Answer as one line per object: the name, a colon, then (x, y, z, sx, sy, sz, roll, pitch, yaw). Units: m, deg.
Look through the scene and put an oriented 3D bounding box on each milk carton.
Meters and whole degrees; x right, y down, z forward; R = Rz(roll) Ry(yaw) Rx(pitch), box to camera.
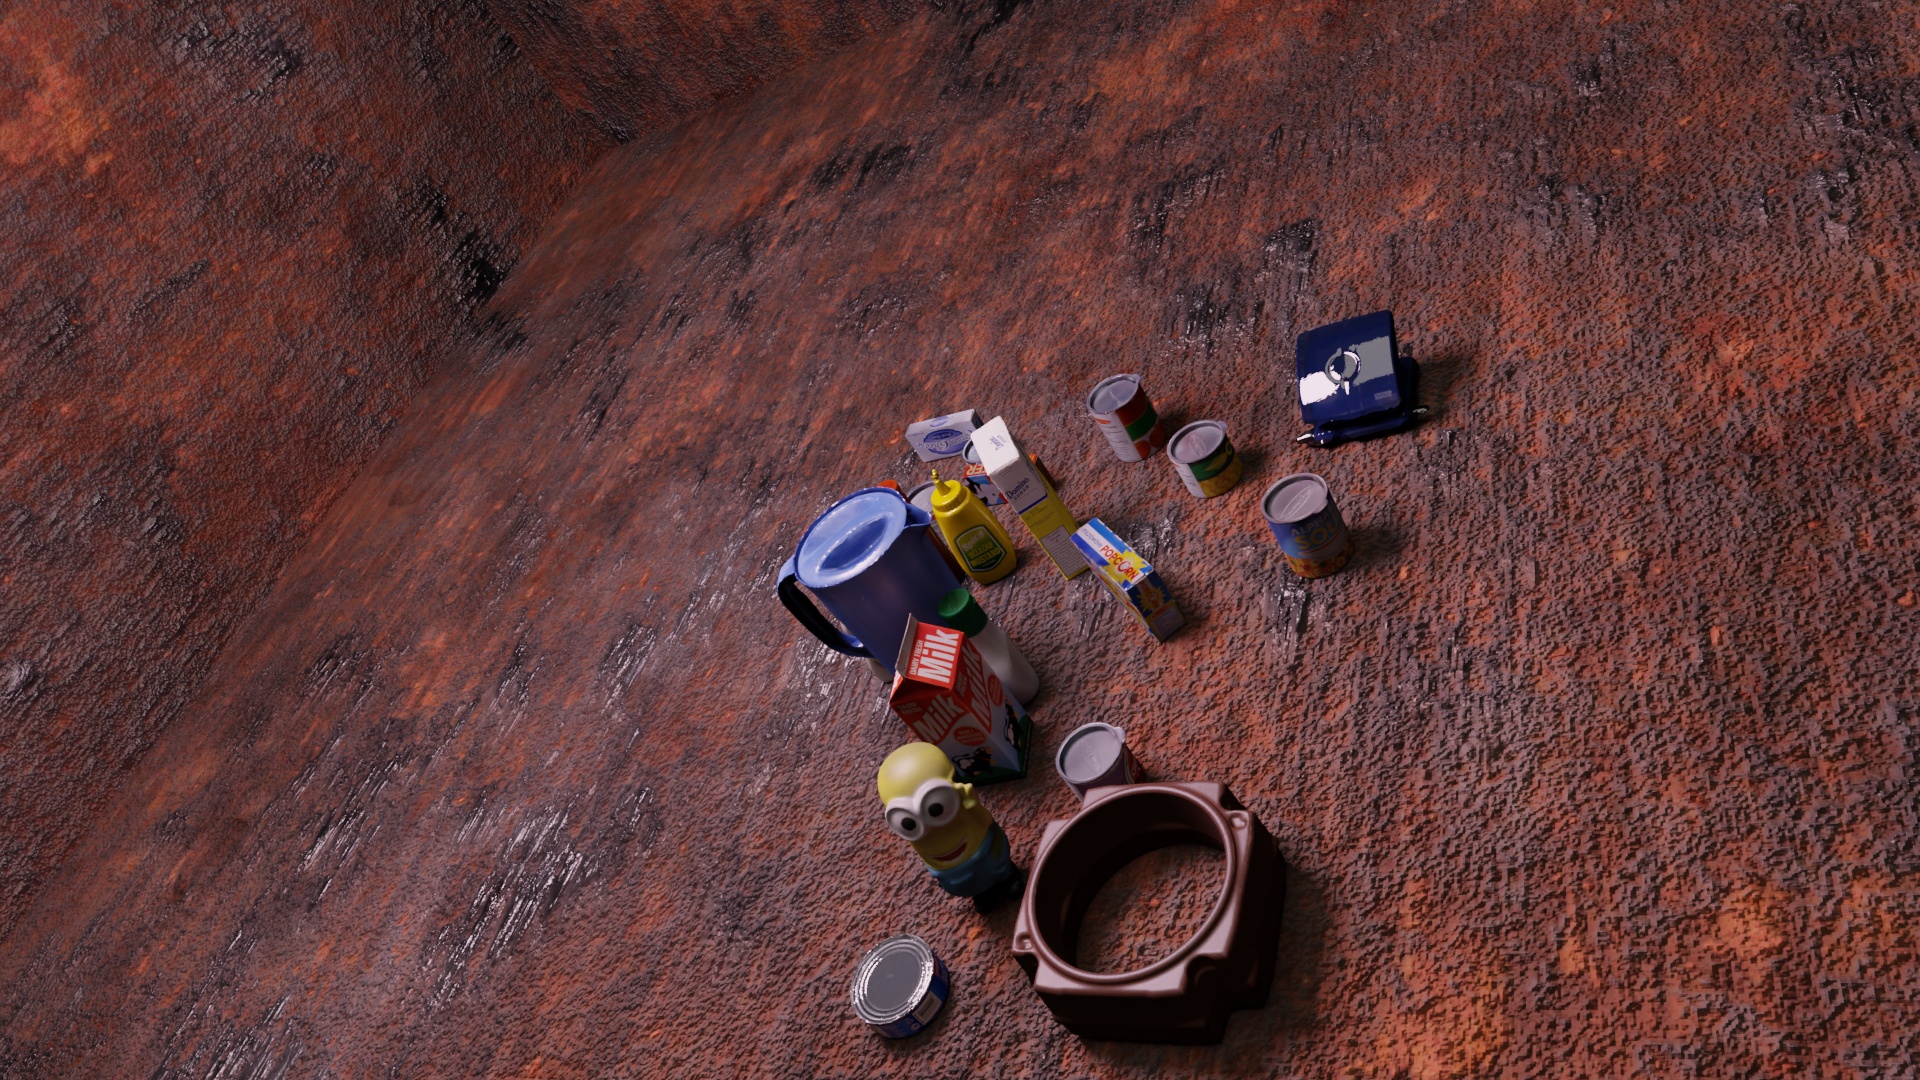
milk carton: (-0.007, 0.155, 1.345, 0.073, 0.190, 0.073, -16, 39, 26)

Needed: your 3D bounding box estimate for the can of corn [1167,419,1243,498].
can of corn: (0.270, -0.090, 1.516, 0.071, 0.058, 0.071, -23, 37, 18)

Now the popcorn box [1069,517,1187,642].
popcorn box: (0.171, 0.039, 1.424, 0.038, 0.085, 0.127, -38, 35, -3)

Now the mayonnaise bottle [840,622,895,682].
mayonnaise bottle: (-0.100, 0.092, 1.534, 0.065, 0.147, 0.041, -32, 35, 6)

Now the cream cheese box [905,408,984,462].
cream cheese box: (-0.015, -0.136, 1.814, 0.103, 0.053, 0.024, -11, 42, 31)

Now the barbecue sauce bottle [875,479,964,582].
barbecue sauce bottle: (-0.053, -0.007, 1.610, 0.044, 0.148, 0.065, -41, 35, -8)

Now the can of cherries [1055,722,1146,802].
can of cherries: (0.132, 0.210, 1.279, 0.071, 0.058, 0.072, -23, 37, 18)

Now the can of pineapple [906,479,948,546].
can of pineapple: (-0.030, -0.033, 1.702, 0.071, 0.057, 0.071, -23, 37, 18)

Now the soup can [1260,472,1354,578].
soup can: (0.339, -0.013, 1.346, 0.071, 0.083, 0.072, -23, 37, 18)

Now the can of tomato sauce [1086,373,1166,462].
can of tomato sauce: (0.196, -0.143, 1.619, 0.071, 0.083, 0.071, -23, 37, 18)

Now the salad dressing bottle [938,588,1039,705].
salad dressing bottle: (0.028, 0.108, 1.408, 0.044, 0.147, 0.064, -25, 36, 15)

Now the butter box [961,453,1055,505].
butter box: (0.059, -0.072, 1.677, 0.103, 0.053, 0.024, -8, 43, 34)

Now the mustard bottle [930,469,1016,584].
mustard bottle: (0.006, -0.020, 1.566, 0.065, 0.159, 0.049, -30, 35, 8)

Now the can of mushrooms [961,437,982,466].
can of mushrooms: (0.038, -0.109, 1.756, 0.071, 0.033, 0.071, -22, 37, 18)
